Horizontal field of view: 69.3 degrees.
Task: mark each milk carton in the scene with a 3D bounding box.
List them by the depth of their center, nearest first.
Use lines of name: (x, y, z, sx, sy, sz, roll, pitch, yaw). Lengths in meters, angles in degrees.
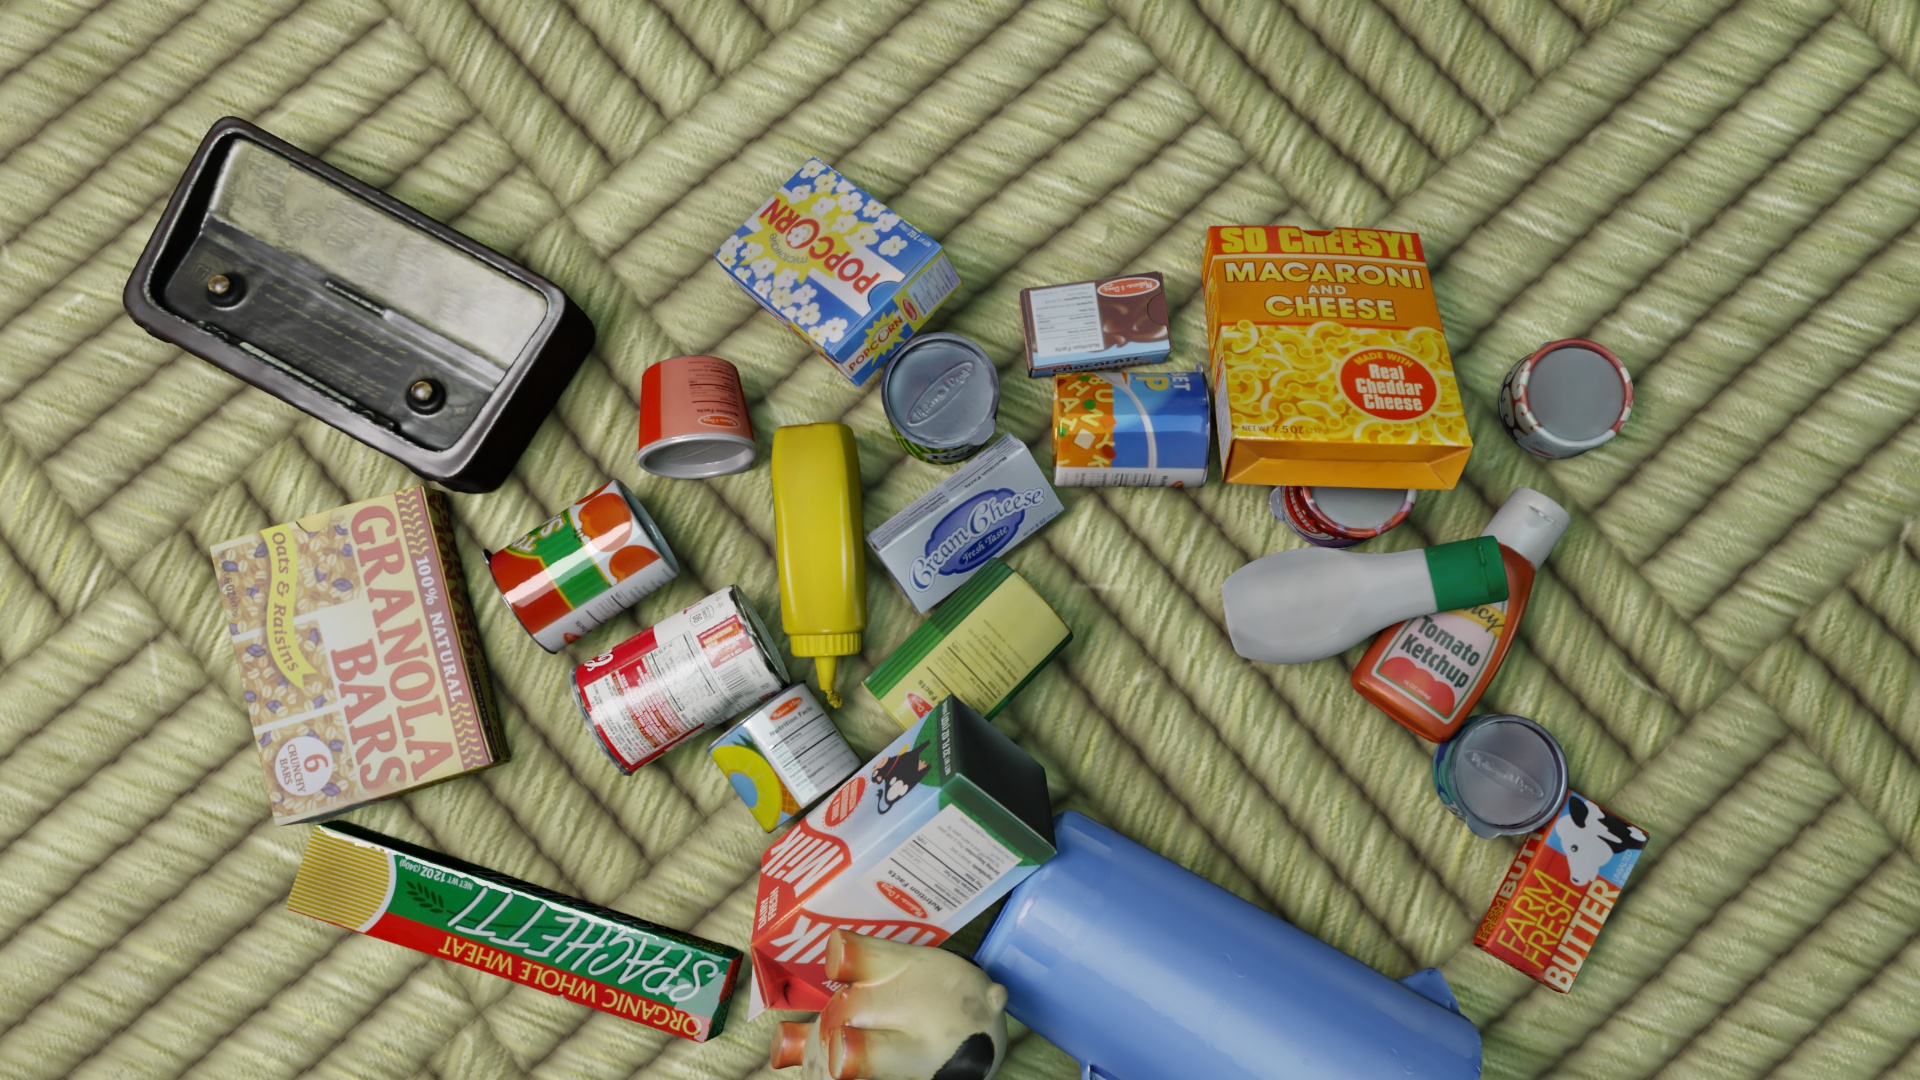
milk carton: (-0.045, 0.176, 0.728, 0.190, 0.072, 0.073, -42, 112, 16)

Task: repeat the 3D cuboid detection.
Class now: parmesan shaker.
parmesan shaker: (0.006, 0.069, 0.773, 0.103, 0.071, 0.071, -44, 85, -5)

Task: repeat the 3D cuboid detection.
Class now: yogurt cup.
yogurt cup: (-0.152, -0.071, 0.792, 0.072, 0.072, 0.054, -8, 75, -1)

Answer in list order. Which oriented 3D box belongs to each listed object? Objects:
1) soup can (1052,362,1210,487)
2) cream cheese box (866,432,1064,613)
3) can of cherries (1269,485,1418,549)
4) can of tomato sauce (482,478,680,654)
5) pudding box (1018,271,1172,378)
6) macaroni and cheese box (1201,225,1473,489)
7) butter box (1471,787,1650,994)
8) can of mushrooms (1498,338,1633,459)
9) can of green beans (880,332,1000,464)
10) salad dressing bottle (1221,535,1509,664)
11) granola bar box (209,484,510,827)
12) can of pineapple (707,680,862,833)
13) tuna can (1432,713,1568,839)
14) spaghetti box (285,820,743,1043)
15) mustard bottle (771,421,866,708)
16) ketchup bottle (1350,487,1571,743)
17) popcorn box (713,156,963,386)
soup can: (0.095, -0.066, 0.787, 0.084, 0.071, 0.071, 0, 83, 1)
cream cheese box: (0.003, -0.010, 0.789, 0.104, 0.024, 0.053, -36, 123, -4)
can of cherries: (0.216, -0.029, 0.786, 0.071, 0.058, 0.071, 0, 83, 0)
can of tomato sauce: (-0.211, 0.012, 0.779, 0.083, 0.071, 0.071, -33, 84, -4)
pudding box: (0.079, -0.125, 0.813, 0.084, 0.030, 0.049, -8, 82, -1)
macaroni and cheese box: (0.202, -0.105, 0.767, 0.124, 0.040, 0.167, 2, 53, 0)
butter box: (0.335, 0.194, 0.775, 0.053, 0.024, 0.103, 31, 84, 3)
can of mushrooms: (0.351, -0.085, 0.805, 0.071, 0.033, 0.071, 0, 83, 1)
can of green beans: (-0.011, -0.080, 0.794, 0.071, 0.057, 0.071, 0, 83, 0)
salad dressing bottle: (0.221, 0.029, 0.765, 0.147, 0.044, 0.064, -12, 58, 17)
granola bar box: (-0.339, 0.064, 0.787, 0.124, 0.039, 0.165, -17, 83, -2)
can of pineapple: (-0.097, 0.120, 0.767, 0.071, 0.071, 0.058, -36, 85, -4)
tuna can: (0.301, 0.133, 0.779, 0.071, 0.033, 0.071, 0, 83, 0)
spaghetti box: (-0.246, 0.217, 0.773, 0.250, 0.028, 0.050, 17, 84, 3)
mustard bottle: (-0.078, 0.015, 0.781, 0.049, 0.065, 0.160, -3, 87, 4)
ketchup bottle: (0.288, 0.039, 0.785, 0.065, 0.043, 0.149, 36, 84, 14)
popcorn box: (-0.071, -0.154, 0.786, 0.085, 0.038, 0.127, -45, 55, -5)
